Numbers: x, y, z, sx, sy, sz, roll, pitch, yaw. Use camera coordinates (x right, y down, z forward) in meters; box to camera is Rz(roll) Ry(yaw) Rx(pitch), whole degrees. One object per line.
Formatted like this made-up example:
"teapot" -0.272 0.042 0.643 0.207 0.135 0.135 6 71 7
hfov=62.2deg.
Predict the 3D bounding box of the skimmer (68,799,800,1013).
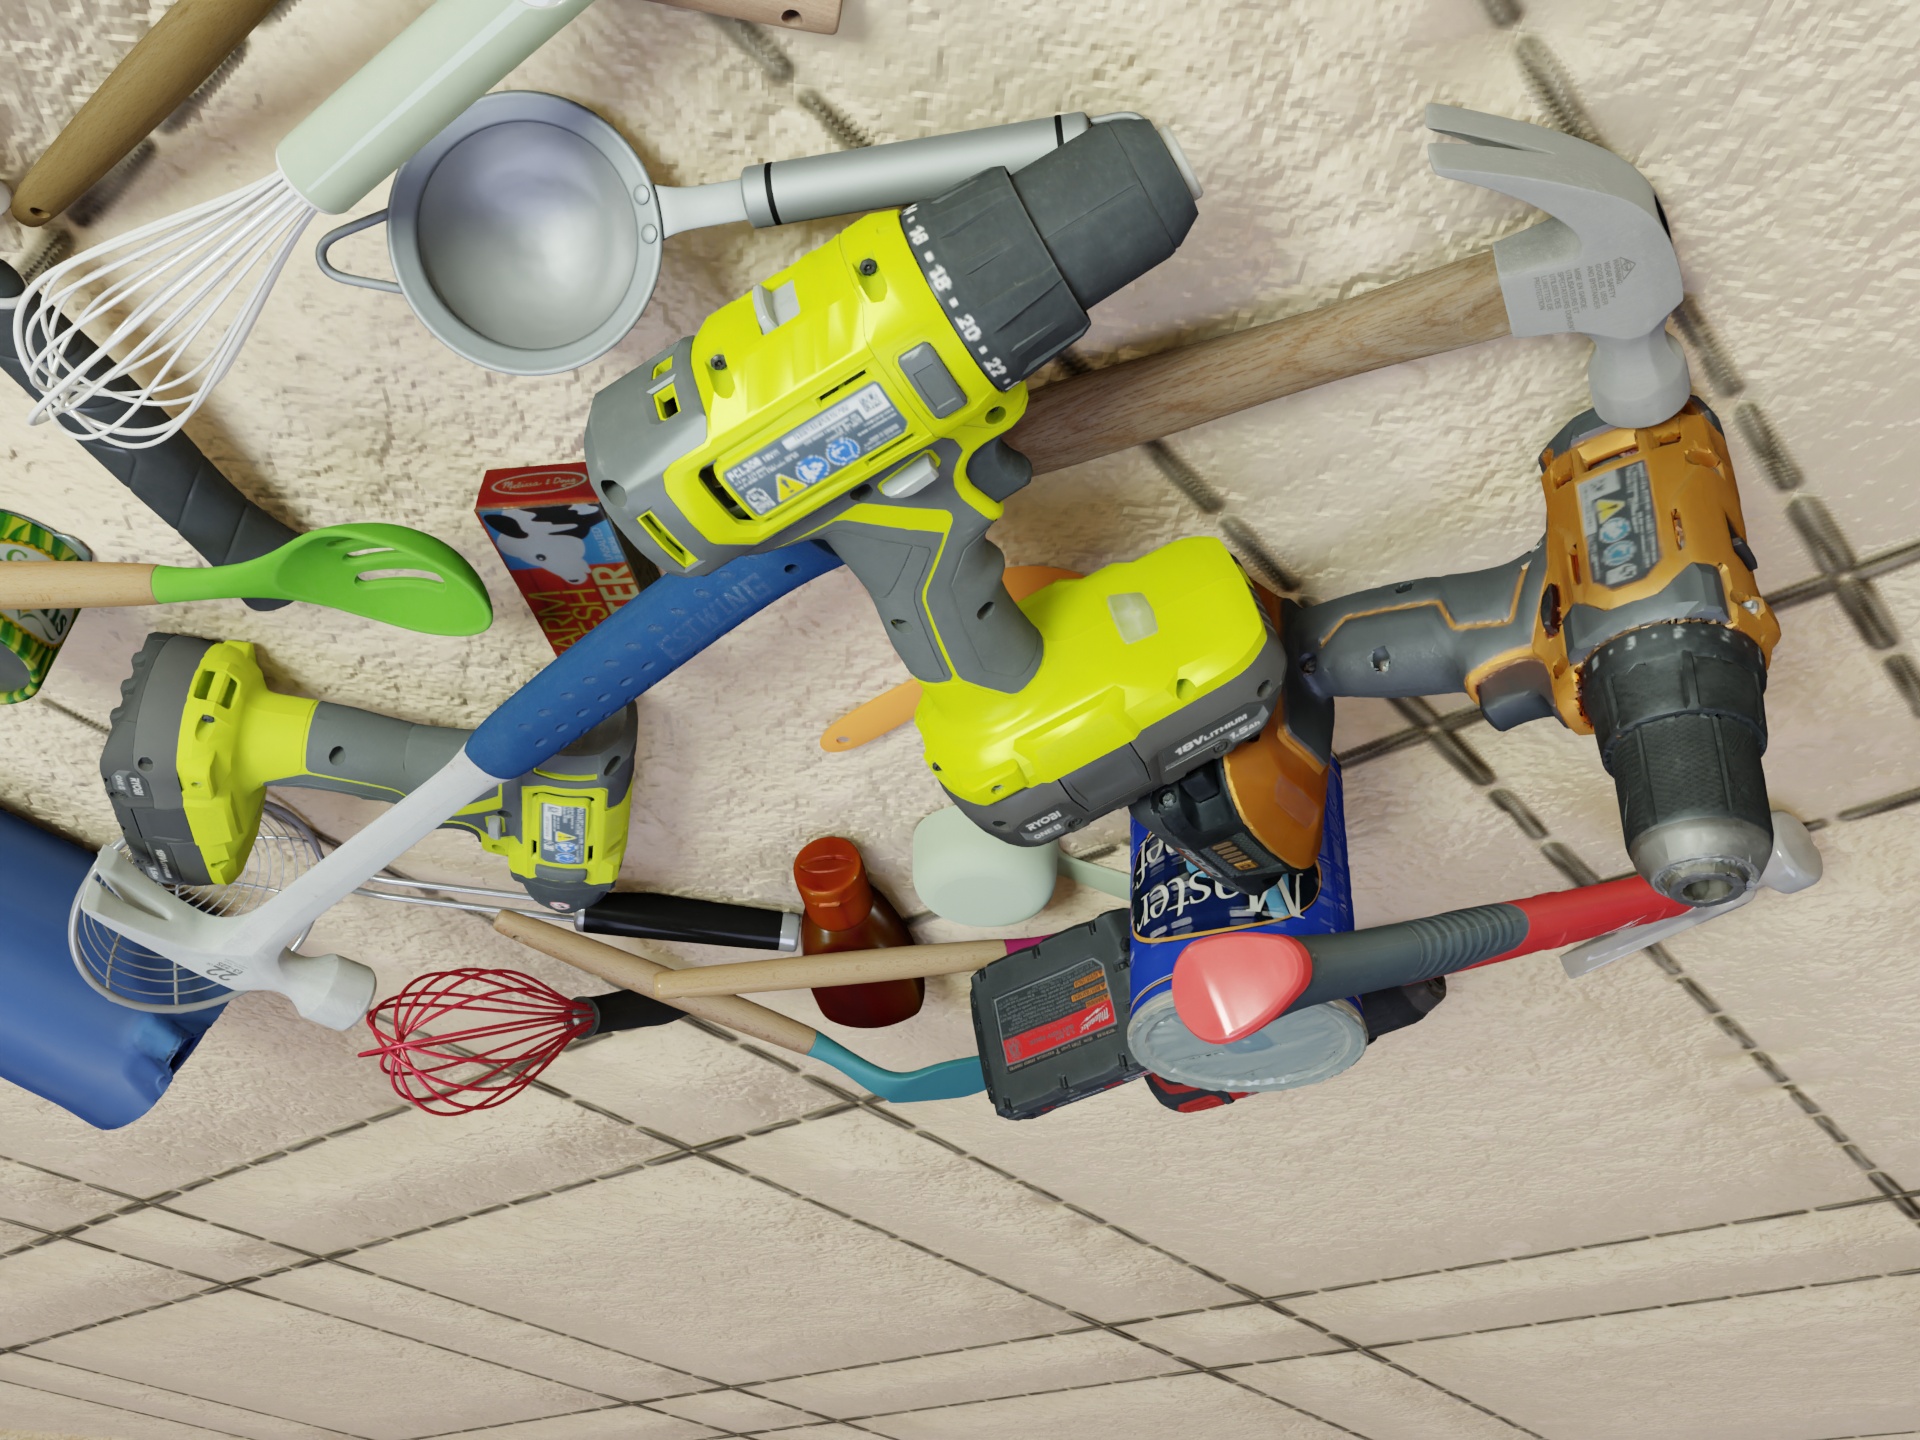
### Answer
"skimmer" -0.269 0.112 0.852 0.363 0.090 0.127 7 113 -7

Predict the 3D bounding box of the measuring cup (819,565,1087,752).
"measuring cup" -0.001 -0.002 0.697 0.173 0.052 0.095 -27 134 33

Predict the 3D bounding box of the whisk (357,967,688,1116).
"whisk" -0.213 0.161 0.851 0.073 0.073 0.295 -9 173 17

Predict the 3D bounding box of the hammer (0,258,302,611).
"hammer" -0.329 -0.149 0.499 0.149 0.036 0.408 -4 152 10

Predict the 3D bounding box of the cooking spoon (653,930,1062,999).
"cooking spoon" -0.002 0.127 0.847 0.319 0.017 0.068 -3 162 -11

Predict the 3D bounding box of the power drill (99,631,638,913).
"power drill" -0.272 0.036 0.762 0.223 0.080 0.171 8 143 -10

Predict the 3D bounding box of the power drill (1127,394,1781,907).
"power drill" 0.173 -0.002 0.572 0.226 0.185 0.084 -21 138 35

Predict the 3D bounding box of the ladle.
"ladle" -0.193 -0.198 0.425 0.315 0.031 0.069 -14 159 40

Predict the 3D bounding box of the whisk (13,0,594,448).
"whisk" -0.193 -0.153 0.462 0.246 0.059 0.057 -29 113 23

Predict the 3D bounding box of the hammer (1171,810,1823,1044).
"hammer" 0.221 0.096 0.683 0.386 0.038 0.143 -2 154 -40

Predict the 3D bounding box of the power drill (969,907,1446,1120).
"power drill" 0.137 0.159 0.855 0.188 0.080 0.226 -29 150 34

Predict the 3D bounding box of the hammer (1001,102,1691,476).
"hammer" 0.071 -0.115 0.553 0.331 0.031 0.129 -13 141 22

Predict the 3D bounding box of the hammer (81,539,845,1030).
"hammer" -0.207 0.019 0.661 0.405 0.035 0.144 -32 133 28

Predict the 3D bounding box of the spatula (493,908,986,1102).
"spatula" -0.105 0.161 0.885 0.317 0.044 0.082 26 139 -18

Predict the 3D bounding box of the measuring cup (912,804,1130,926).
"measuring cup" 0.053 0.091 0.832 0.167 0.038 0.083 19 142 -16

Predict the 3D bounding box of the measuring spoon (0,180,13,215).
"measuring spoon" -0.379 -0.172 0.543 0.124 0.018 0.034 -9 141 7

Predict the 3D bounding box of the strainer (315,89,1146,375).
"strainer" -0.069 -0.161 0.498 0.258 0.050 0.087 -7 99 7

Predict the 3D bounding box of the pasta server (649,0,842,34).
"pasta server" -0.189 -0.221 0.431 0.316 0.040 0.060 9 156 -8

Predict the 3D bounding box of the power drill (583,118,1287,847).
"power drill" 0.019 -0.068 0.519 0.190 0.080 0.228 -28 135 13

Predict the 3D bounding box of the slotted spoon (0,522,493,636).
"slotted spoon" -0.335 -0.054 0.614 0.314 0.031 0.070 -1 153 2
